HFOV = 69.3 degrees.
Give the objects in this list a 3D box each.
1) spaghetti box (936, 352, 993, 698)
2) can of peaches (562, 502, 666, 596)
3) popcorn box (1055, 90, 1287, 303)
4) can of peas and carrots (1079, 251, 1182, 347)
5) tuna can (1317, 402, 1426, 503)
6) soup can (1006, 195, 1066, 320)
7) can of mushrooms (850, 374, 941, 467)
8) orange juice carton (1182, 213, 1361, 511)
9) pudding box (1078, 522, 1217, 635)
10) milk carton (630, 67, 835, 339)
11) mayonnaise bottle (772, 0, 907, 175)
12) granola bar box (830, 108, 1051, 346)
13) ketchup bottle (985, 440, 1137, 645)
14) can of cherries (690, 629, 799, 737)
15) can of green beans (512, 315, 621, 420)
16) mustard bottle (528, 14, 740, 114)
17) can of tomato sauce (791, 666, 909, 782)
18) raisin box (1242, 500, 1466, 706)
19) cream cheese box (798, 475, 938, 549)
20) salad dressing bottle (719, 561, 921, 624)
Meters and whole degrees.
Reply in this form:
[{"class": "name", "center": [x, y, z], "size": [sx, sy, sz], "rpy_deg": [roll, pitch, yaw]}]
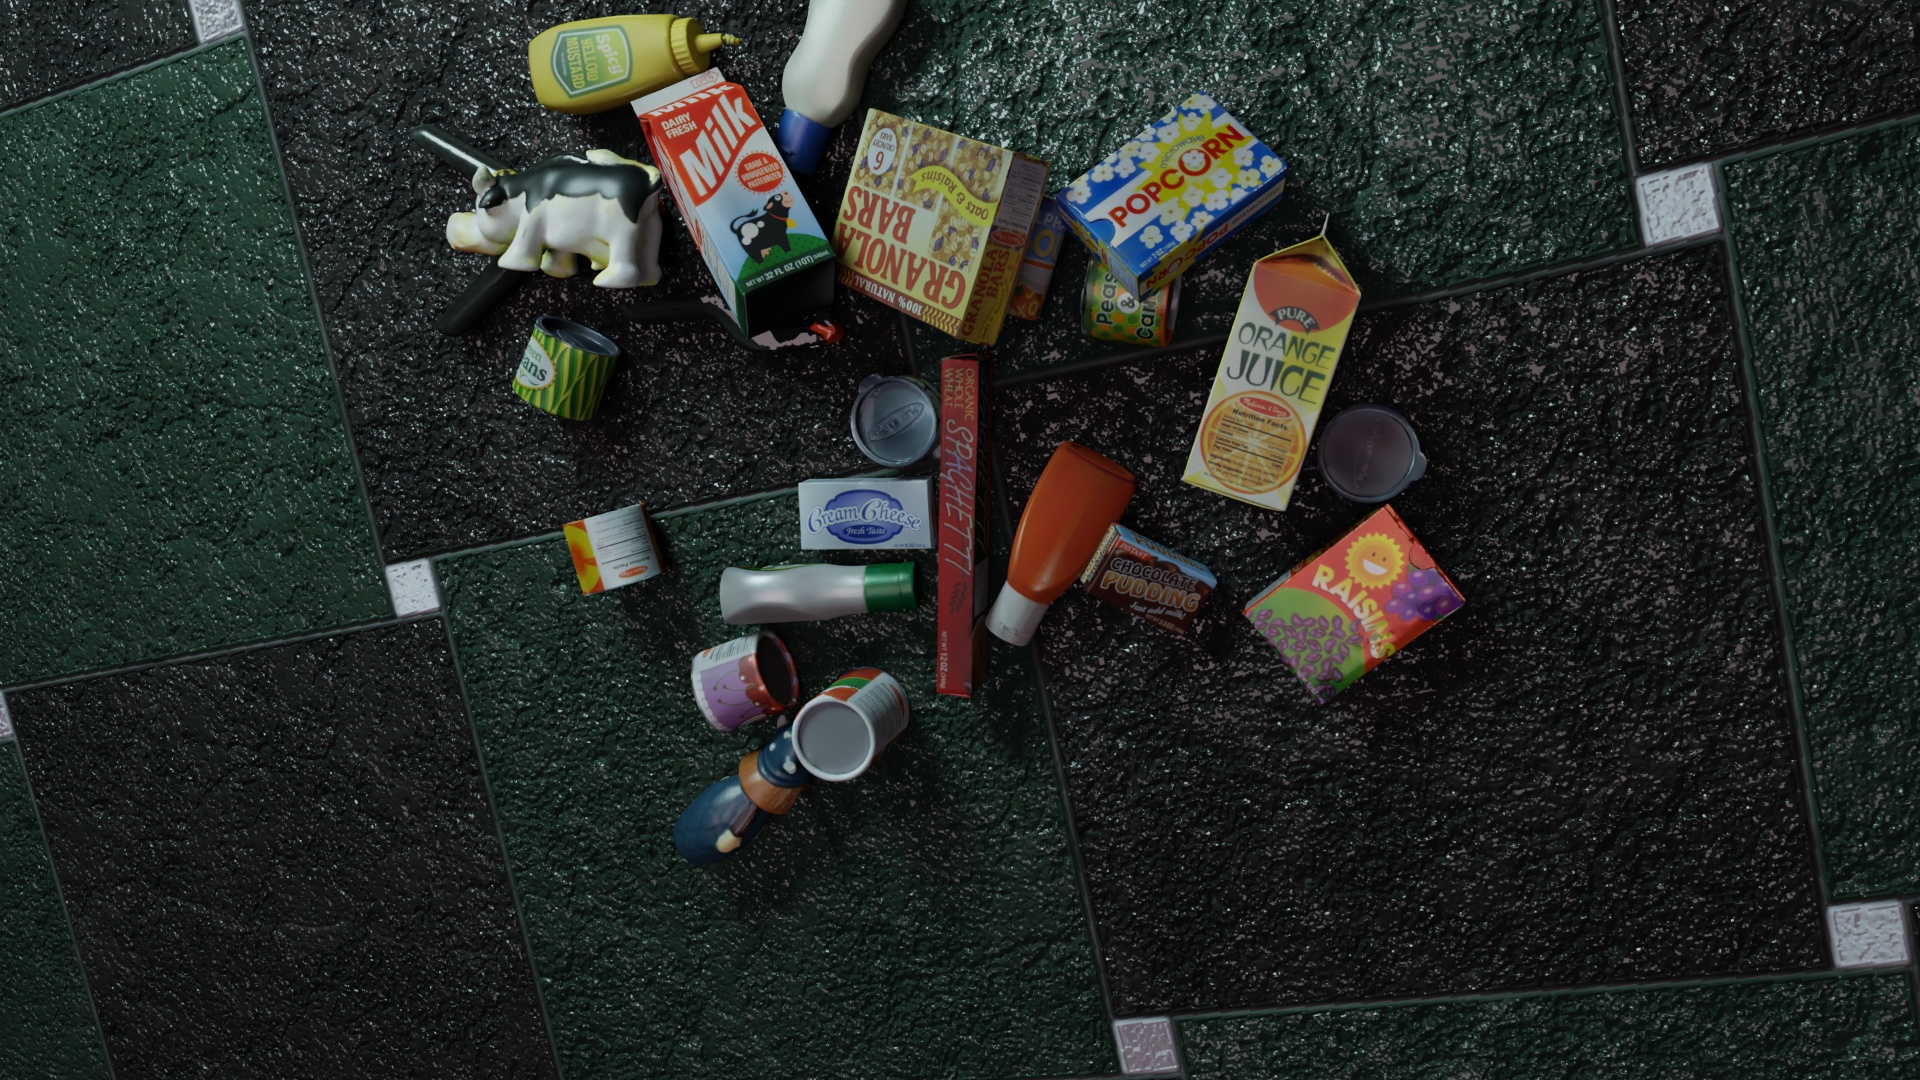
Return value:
[{"class": "spaghetti box", "center": [0.004, -0.013, 1.013], "size": [0.029, 0.050, 0.249], "rpy_deg": [3, 100, 14]}, {"class": "can of peaches", "center": [-0.271, 0.007, 1.084], "size": [0.071, 0.071, 0.058], "rpy_deg": [-14, 96, 17]}, {"class": "popcorn box", "center": [0.139, -0.226, 0.911], "size": [0.127, 0.038, 0.085], "rpy_deg": [-37, 69, -8]}, {"class": "can of peas and carrots", "center": [0.117, -0.167, 0.946], "size": [0.059, 0.071, 0.070], "rpy_deg": [9, 102, 13]}, {"class": "tuna can", "center": [0.278, -0.059, 0.940], "size": [0.071, 0.033, 0.071], "rpy_deg": [3, 100, 15]}, {"class": "soup can", "center": [0.038, -0.201, 0.963], "size": [0.071, 0.071, 0.083], "rpy_deg": [20, 105, 11]}, {"class": "can of mushrooms", "center": [-0.046, -0.091, 1.022], "size": [0.071, 0.033, 0.071], "rpy_deg": [3, 100, 15]}, {"class": "orange juice carton", "center": [0.214, -0.123, 0.926], "size": [0.073, 0.072, 0.192], "rpy_deg": [19, 104, 11]}, {"class": "pudding box", "center": [0.132, 0.027, 0.979], "size": [0.084, 0.030, 0.049], "rpy_deg": [25, 107, -17]}, {"class": "milk carton", "center": [-0.162, -0.248, 0.984], "size": [0.072, 0.073, 0.191], "rpy_deg": [-26, 78, -14]}, {"class": "mayonnaise bottle", "center": [-0.093, -0.337, 0.992], "size": [0.065, 0.041, 0.147], "rpy_deg": [29, 106, 10]}, {"class": "granola bar box", "center": [-0.020, -0.216, 0.947], "size": [0.166, 0.039, 0.124], "rpy_deg": [33, 111, 45]}, {"class": "ketchup bottle", "center": [0.066, 0.006, 1.002], "size": [0.065, 0.044, 0.148], "rpy_deg": [29, 106, 2]}, {"class": "can of cherries", "center": [-0.164, 0.110, 1.072], "size": [0.058, 0.071, 0.071], "rpy_deg": [-21, 93, 16]}, {"class": "can of green beans", "center": [-0.303, -0.132, 1.068], "size": [0.071, 0.071, 0.057], "rpy_deg": [29, 106, 9]}, {"class": "mustard bottle", "center": [-0.238, -0.357, 1.022], "size": [0.160, 0.049, 0.065], "rpy_deg": [-6, 99, 16]}, {"class": "can of tomato sauce", "center": [-0.083, 0.138, 1.044], "size": [0.071, 0.083, 0.071], "rpy_deg": [2, 100, 15]}, {"class": "raisin box", "center": [0.270, 0.042, 0.956], "size": [0.123, 0.040, 0.086], "rpy_deg": [-40, 87, 17]}, {"class": "cream cheese box", "center": [-0.070, -0.020, 1.046], "size": [0.104, 0.024, 0.053], "rpy_deg": [-1, 98, 15]}, {"class": "salad dressing bottle", "center": [-0.105, 0.038, 1.048], "size": [0.148, 0.064, 0.044], "rpy_deg": [-3, 80, 7]}]
